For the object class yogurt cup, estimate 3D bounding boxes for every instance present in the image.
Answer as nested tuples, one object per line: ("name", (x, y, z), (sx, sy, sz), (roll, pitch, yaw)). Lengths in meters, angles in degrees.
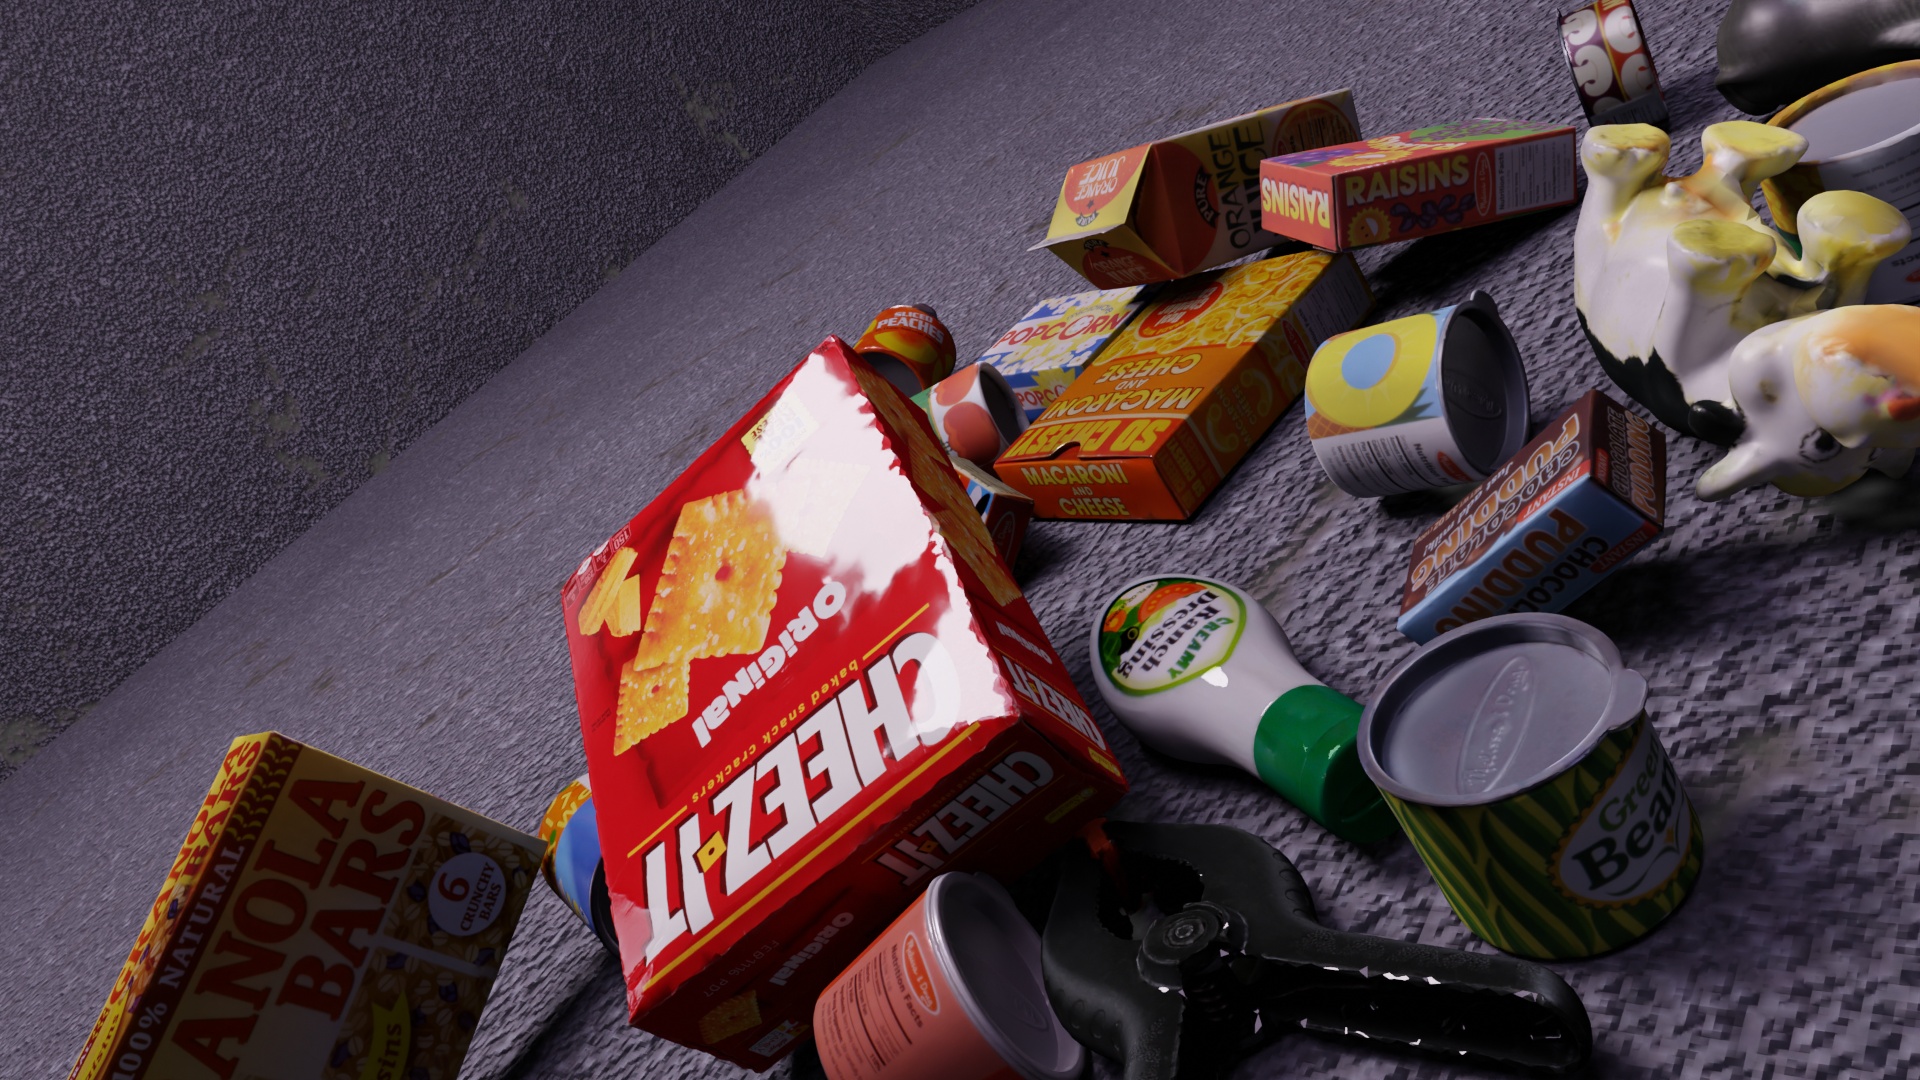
("yogurt cup", (-0.005, 0.139, 0.400), (0.054, 0.072, 0.073), (-39, 21, 13))

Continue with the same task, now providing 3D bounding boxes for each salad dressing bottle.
("salad dressing bottle", (0.093, 0.052, 0.457), (0.064, 0.044, 0.148), (-40, 23, -7))

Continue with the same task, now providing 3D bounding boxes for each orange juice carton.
("orange juice carton", (0.131, -0.188, 0.763), (0.193, 0.073, 0.072), (-23, 15, -28))

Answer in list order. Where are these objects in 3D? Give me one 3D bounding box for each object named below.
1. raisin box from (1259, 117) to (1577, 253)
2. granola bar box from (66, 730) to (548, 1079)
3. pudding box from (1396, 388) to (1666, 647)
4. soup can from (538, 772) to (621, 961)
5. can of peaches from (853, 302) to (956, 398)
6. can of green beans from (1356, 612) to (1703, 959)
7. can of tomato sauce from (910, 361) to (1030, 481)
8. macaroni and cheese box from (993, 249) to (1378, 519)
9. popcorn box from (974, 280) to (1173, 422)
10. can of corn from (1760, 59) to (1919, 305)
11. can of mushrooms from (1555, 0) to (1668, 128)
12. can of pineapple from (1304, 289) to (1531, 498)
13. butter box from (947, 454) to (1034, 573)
("raisin box", (0.220, -0.175, 0.678), (0.123, 0.040, 0.086), (-12, 22, -8))
("granola bar box", (-0.246, 0.172, 0.523), (0.039, 0.124, 0.166), (-10, 55, 45))
("pudding box", (0.174, -0.001, 0.425), (0.083, 0.030, 0.050), (-53, 5, 45))
("soup can", (-0.135, 0.137, 0.582), (0.071, 0.071, 0.083), (-45, 23, -21))
("can of peaches", (-0.042, -0.121, 0.956), (0.071, 0.071, 0.058), (-19, 28, 35))
("can of green beans", (0.143, 0.061, 0.350), (0.071, 0.057, 0.071), (-30, 23, 14))
("can of tomato sauce", (-0.009, -0.053, 0.778), (0.083, 0.071, 0.071), (-26, 24, 20))
("macaroni and cheese box", (0.110, -0.078, 0.695), (0.167, 0.040, 0.123), (-45, 24, -25))
("popcorn box", (0.067, -0.110, 0.820), (0.085, 0.038, 0.126), (-45, 24, -24))
("can of corn", (0.313, -0.122, 0.475), (0.071, 0.058, 0.071), (-29, 23, 14))
("can of mushrooms", (0.315, -0.231, 0.673), (0.033, 0.071, 0.071), (-18, 28, 32))
("can of pineapple", (0.172, -0.053, 0.524), (0.057, 0.071, 0.071), (-10, 34, 47))
("butter box", (0.002, -0.009, 0.698), (0.103, 0.024, 0.053), (38, 111, 67))
